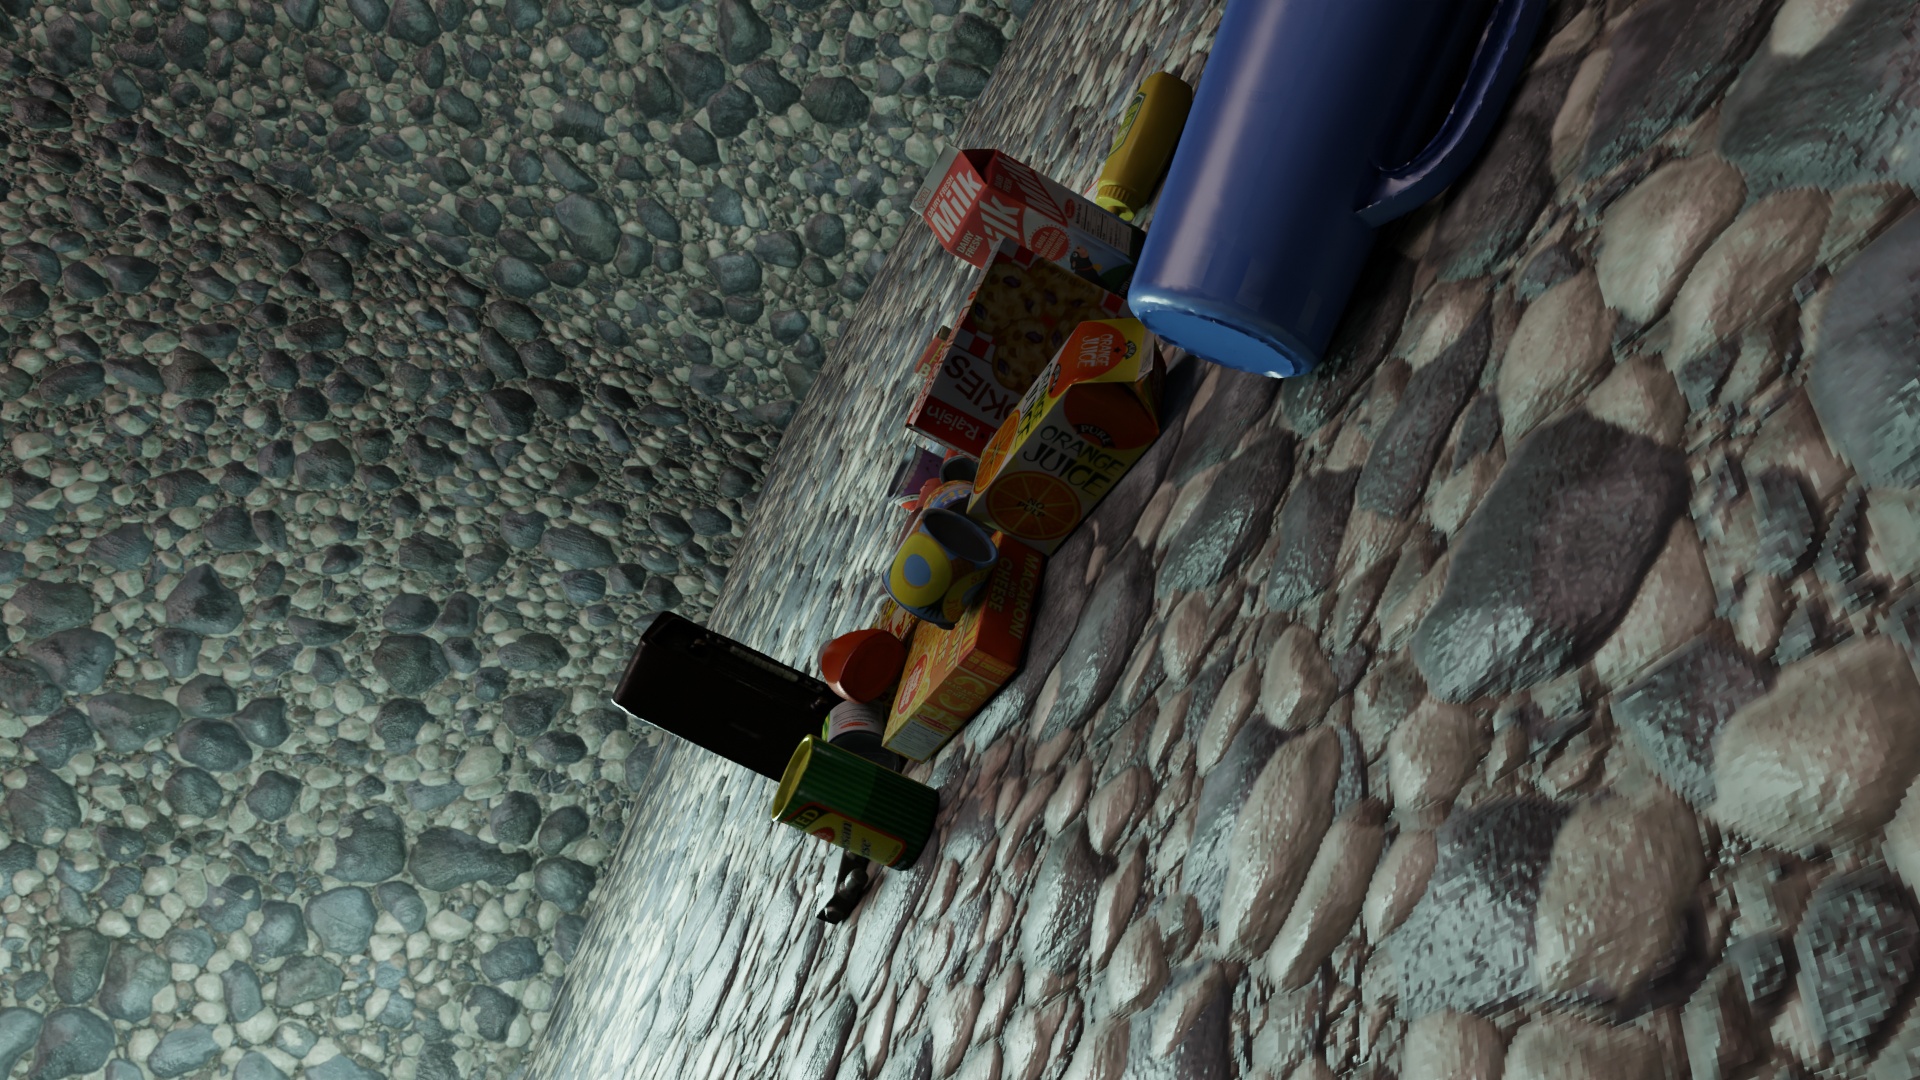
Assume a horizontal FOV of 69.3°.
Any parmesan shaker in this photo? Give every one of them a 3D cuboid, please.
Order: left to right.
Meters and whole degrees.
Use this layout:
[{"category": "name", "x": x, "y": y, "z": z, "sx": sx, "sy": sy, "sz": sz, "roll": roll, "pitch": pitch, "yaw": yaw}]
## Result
[{"category": "parmesan shaker", "x": -0.075, "y": 0.189, "z": 1.003, "sx": 0.071, "sy": 0.103, "sz": 0.071, "roll": -59, "pitch": 13, "yaw": 23}]

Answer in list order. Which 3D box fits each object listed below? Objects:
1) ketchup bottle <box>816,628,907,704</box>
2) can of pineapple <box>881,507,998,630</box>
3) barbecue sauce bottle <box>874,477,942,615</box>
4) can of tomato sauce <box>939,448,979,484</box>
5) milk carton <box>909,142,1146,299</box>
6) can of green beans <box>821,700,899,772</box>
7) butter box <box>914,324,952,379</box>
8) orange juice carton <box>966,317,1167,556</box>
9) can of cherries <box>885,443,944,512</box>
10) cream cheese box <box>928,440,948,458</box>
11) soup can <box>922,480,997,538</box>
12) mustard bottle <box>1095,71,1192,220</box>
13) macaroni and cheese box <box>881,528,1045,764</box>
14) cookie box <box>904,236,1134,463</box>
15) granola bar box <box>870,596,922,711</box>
[{"category": "ketchup bottle", "x": -0.092, "y": 0.104, "z": 1.189, "sx": 0.065, "sy": 0.043, "sz": 0.148, "roll": -48, "pitch": 12, "yaw": -13}, {"category": "can of pineapple", "x": -0.013, "y": 0.019, "z": 0.992, "sx": 0.057, "sy": 0.071, "sz": 0.071, "roll": -58, "pitch": 14, "yaw": 24}, {"category": "barbecue sauce bottle", "x": -0.040, "y": 0.007, "z": 1.363, "sx": 0.064, "sy": 0.043, "sz": 0.149, "roll": -45, "pitch": 22, "yaw": 55}, {"category": "can of tomato sauce", "x": 0.025, "y": -0.083, "z": 1.232, "sx": 0.071, "sy": 0.071, "sz": 0.083, "roll": -49, "pitch": 19, "yaw": 50}, {"category": "milk carton", "x": 0.056, "y": -0.261, "z": 1.167, "sx": 0.072, "sy": 0.190, "sz": 0.074, "roll": -54, "pitch": 15, "yaw": 37}, {"category": "can of green beans", "x": -0.084, "y": 0.173, "z": 1.157, "sx": 0.071, "sy": 0.071, "sz": 0.058, "roll": -60, "pitch": 12, "yaw": 17}, {"category": "butter box", "x": 0.013, "y": -0.164, "z": 1.350, "sx": 0.052, "sy": 0.103, "sz": 0.024, "roll": -54, "pitch": 15, "yaw": 41}, {"category": "orange juice carton", "x": 0.083, "y": -0.080, "z": 0.971, "sx": 0.191, "sy": 0.073, "sz": 0.072, "roll": -51, "pitch": 18, "yaw": 44}, {"category": "can of cherries", "x": -0.038, "y": -0.057, "z": 1.446, "sx": 0.071, "sy": 0.058, "sz": 0.072, "roll": -57, "pitch": 15, "yaw": 24}, {"category": "cream cheese box", "x": -0.002, "y": -0.132, "z": 1.530, "sx": 0.103, "sy": 0.024, "sz": 0.054, "roll": -56, "pitch": 14, "yaw": 31}, {"category": "soup can", "x": 0.004, "y": -0.015, "z": 1.171, "sx": 0.071, "sy": 0.071, "sz": 0.084, "roll": -62, "pitch": 12, "yaw": 8}, {"category": "mustard bottle", "x": 0.157, "y": -0.339, "z": 1.243, "sx": 0.160, "sy": 0.049, "sz": 0.065, "roll": -66, "pitch": 11, "yaw": -11}, {"category": "macaroni and cheese box", "x": 0.003, "y": 0.079, "z": 1.053, "sx": 0.165, "sy": 0.040, "sz": 0.124, "roll": -51, "pitch": 18, "yaw": 47}, {"category": "cookie box", "x": 0.048, "y": -0.138, "z": 1.111, "sx": 0.167, "sy": 0.123, "sz": 0.040, "roll": -64, "pitch": 11, "yaw": 0}, {"category": "granola bar box", "x": -0.046, "y": 0.083, "z": 1.242, "sx": 0.164, "sy": 0.039, "sz": 0.125, "roll": -58, "pitch": 15, "yaw": 25}]
